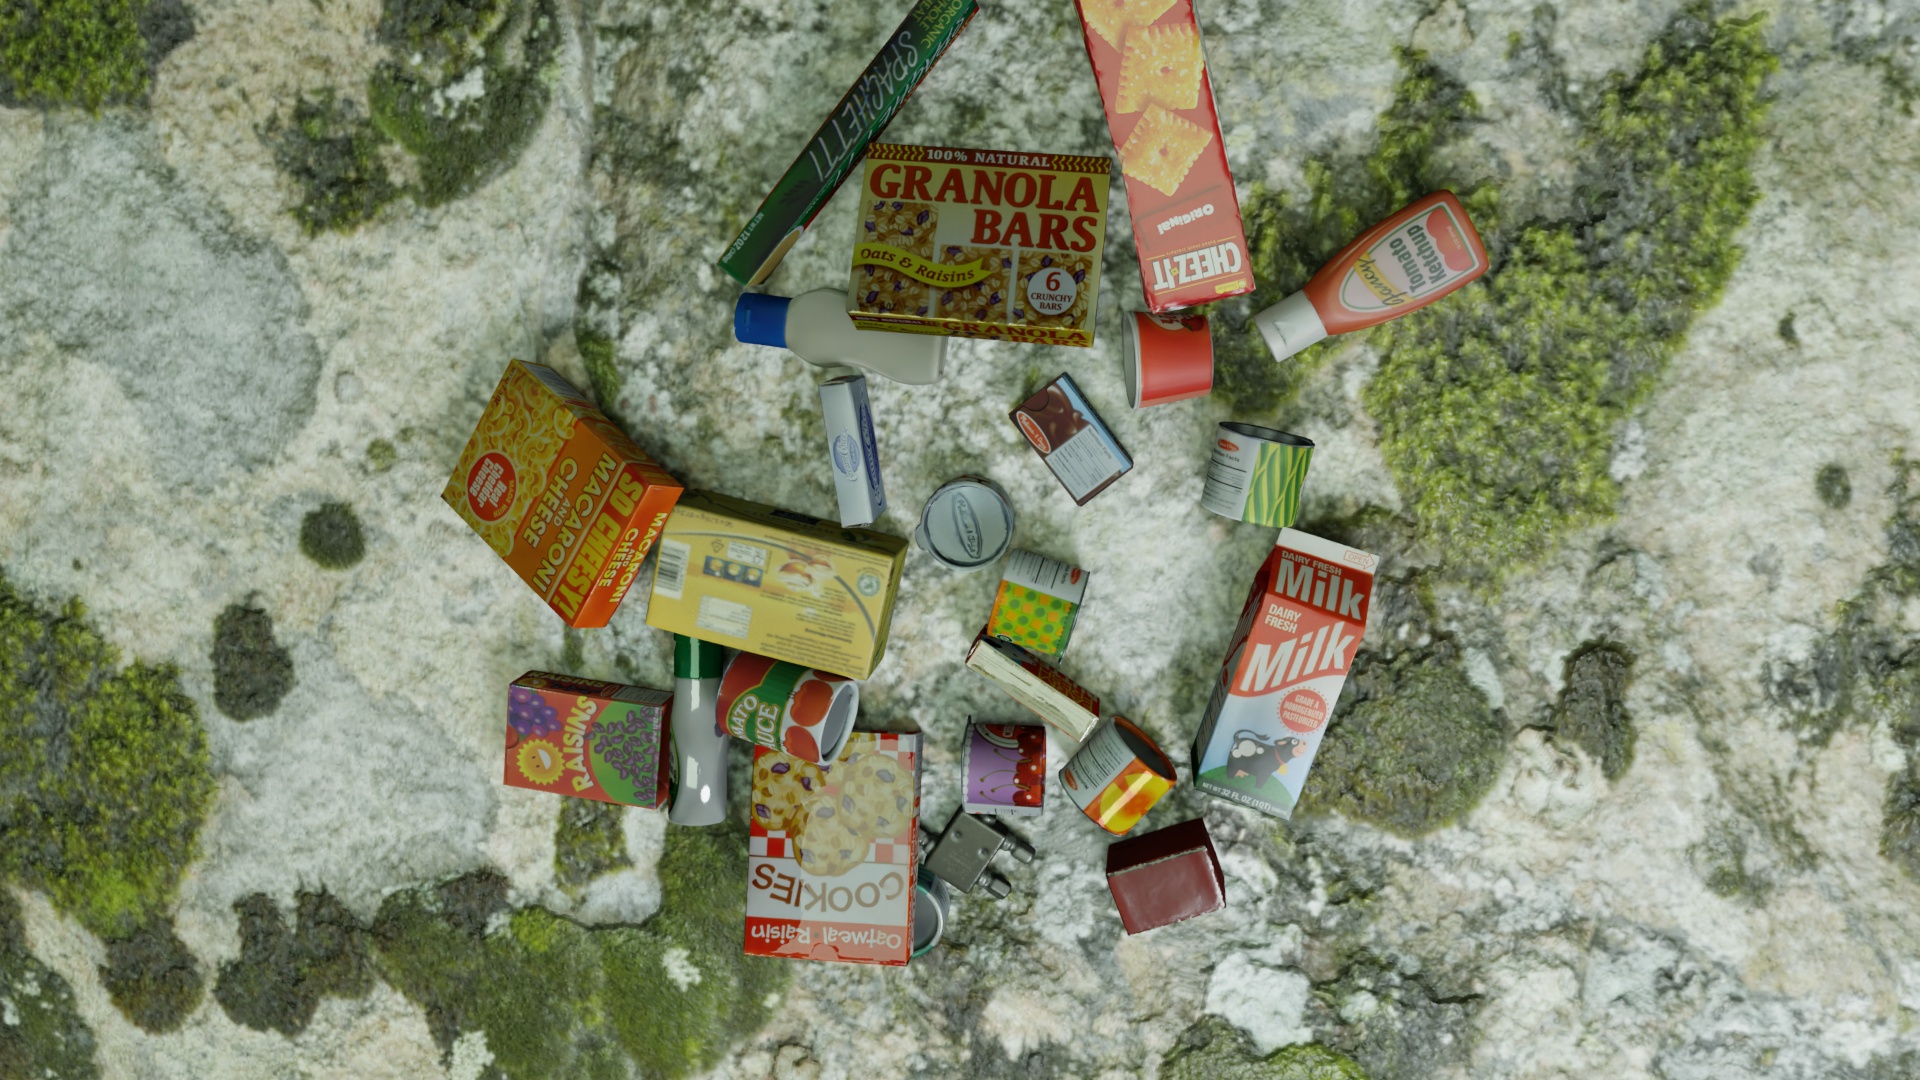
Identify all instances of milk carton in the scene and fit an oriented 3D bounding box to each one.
[{"bbox_3d":[0.226,0.088,0.970,0.072,0.073,0.190,18,103,4],"label":"milk carton"}]

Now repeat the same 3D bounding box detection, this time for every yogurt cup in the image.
[{"bbox_3d":[0.141,-0.124,0.944,0.054,0.072,0.072,-4,101,0],"label":"yogurt cup"}]

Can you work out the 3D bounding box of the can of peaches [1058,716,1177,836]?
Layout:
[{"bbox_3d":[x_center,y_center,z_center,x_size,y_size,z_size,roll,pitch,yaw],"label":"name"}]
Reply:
[{"bbox_3d":[0.116,0.171,1.006,0.071,0.071,0.058,40,104,-2],"label":"can of peaches"}]

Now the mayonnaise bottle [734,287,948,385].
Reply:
[{"bbox_3d":[-0.083,-0.149,0.980,0.148,0.041,0.064,8,96,7],"label":"mayonnaise bottle"}]

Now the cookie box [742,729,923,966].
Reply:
[{"bbox_3d":[-0.094,0.224,1.032,0.123,0.040,0.167,2,84,7],"label":"cookie box"}]

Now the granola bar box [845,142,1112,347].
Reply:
[{"bbox_3d":[0.014,-0.199,0.937,0.166,0.039,0.124,6,81,6],"label":"granola bar box"}]

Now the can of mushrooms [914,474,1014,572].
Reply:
[{"bbox_3d":[0.004,-0.013,0.999,0.071,0.033,0.071,2,102,7],"label":"can of mushrooms"}]

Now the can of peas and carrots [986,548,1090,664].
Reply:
[{"bbox_3d":[0.055,0.047,0.988,0.059,0.071,0.070,18,104,4],"label":"can of peas and carrots"}]

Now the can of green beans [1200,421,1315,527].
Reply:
[{"bbox_3d":[0.203,-0.045,0.949,0.071,0.071,0.057,12,104,5],"label":"can of green beans"}]

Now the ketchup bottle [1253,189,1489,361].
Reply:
[{"bbox_3d":[0.270,-0.171,0.927,0.148,0.043,0.064,-29,97,13],"label":"ketchup bottle"}]

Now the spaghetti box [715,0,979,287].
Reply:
[{"bbox_3d":[-0.077,-0.277,0.947,0.028,0.050,0.249,40,103,-4],"label":"spaghetti box"}]

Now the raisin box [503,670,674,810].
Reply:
[{"bbox_3d":[-0.285,0.153,1.068,0.123,0.040,0.086,8,103,7],"label":"raisin box"}]

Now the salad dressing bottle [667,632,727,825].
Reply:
[{"bbox_3d":[-0.197,0.137,1.045,0.044,0.064,0.147,0,93,-11],"label":"salad dressing bottle"}]

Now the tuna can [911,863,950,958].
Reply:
[{"bbox_3d":[-0.045,0.284,1.066,0.071,0.033,0.071,1,102,7],"label":"tuna can"}]

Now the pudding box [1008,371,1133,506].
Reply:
[{"bbox_3d":[0.079,-0.072,0.979,0.049,0.030,0.083,-37,94,14],"label":"pudding box"}]

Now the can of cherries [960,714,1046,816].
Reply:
[{"bbox_3d":[0.033,0.164,1.015,0.058,0.071,0.071,1,102,7],"label":"can of cherries"}]

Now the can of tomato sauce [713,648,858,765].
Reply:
[{"bbox_3d":[-0.125,0.120,0.999,0.083,0.071,0.071,15,104,16],"label":"can of tomato sauce"}]

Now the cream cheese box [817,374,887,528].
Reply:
[{"bbox_3d":[-0.076,-0.065,0.989,0.024,0.053,0.103,-7,101,11],"label":"cream cheese box"}]

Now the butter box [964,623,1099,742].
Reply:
[{"bbox_3d":[0.053,0.103,1.006,0.103,0.053,0.024,34,101,-1],"label":"butter box"}]

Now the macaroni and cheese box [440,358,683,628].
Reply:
[{"bbox_3d":[-0.287,-0.035,0.997,0.167,0.040,0.123,39,106,25],"label":"macaroni and cheese box"}]
